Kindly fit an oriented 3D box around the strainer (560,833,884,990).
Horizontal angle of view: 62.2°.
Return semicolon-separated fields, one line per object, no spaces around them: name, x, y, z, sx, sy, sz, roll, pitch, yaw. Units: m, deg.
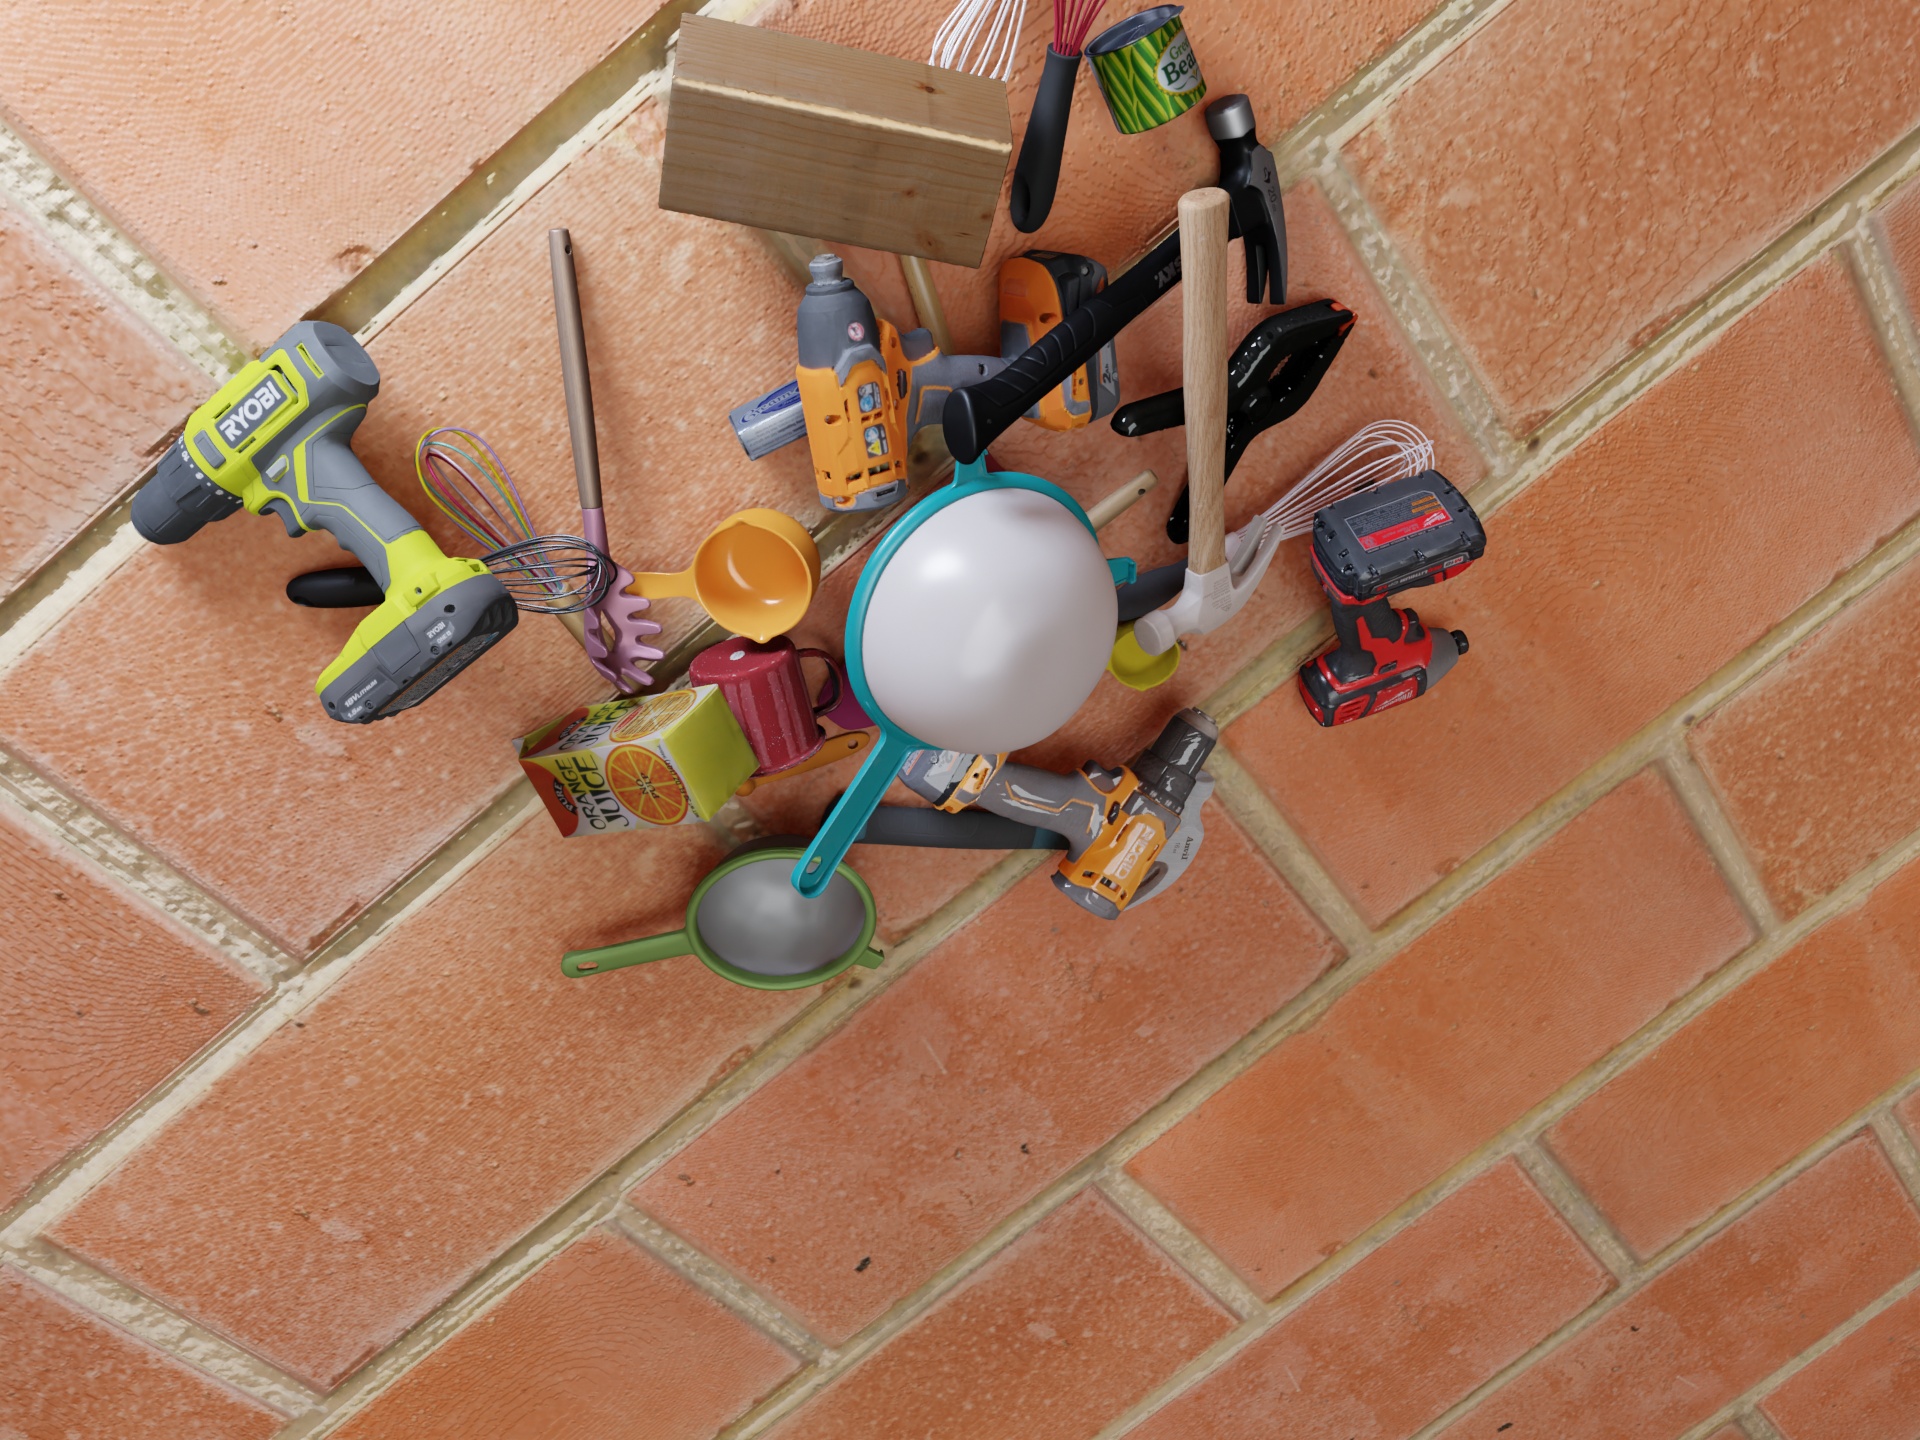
strainer;-0.195;0.154;1.278;0.256;0.069;0.151;-13;127;4

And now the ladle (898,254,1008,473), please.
ladle;-0.008;-0.245;1.142;0.069;0.031;0.315;-27;119;-13

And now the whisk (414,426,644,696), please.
whisk;-0.302;-0.104;1.124;0.051;0.047;0.244;-22;126;17

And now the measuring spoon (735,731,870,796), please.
measuring spoon;-0.126;0.035;1.260;0.117;0.011;0.021;-21;120;-4

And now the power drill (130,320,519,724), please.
power drill;-0.414;-0.114;1.026;0.190;0.080;0.228;-36;91;14

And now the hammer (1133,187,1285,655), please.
hammer;0.174;-0.207;1.116;0.130;0.031;0.331;-28;132;-26

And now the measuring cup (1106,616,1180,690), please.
measuring cup;0.096;-0.056;1.274;0.156;0.029;0.062;-1;123;-2

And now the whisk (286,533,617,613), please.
whisk;-0.348;-0.094;1.081;0.239;0.055;0.055;-2;119;10

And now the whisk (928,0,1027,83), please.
whisk;0.045;-0.505;1.015;0.246;0.059;0.057;-63;158;14

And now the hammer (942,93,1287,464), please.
hammer;0.109;-0.275;1.069;0.335;0.035;0.146;-43;127;-24

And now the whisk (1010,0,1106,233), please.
whisk;0.071;-0.443;1.007;0.073;0.073;0.295;-1;137;-15

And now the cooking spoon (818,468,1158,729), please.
cooking spoon;0.019;-0.089;1.198;0.319;0.017;0.068;-36;125;20

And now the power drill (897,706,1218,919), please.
power drill;0.084;0.032;1.257;0.226;0.084;0.185;32;94;-21

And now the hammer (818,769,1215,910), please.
hammer;0.047;0.092;1.326;0.331;0.033;0.128;5;114;-17

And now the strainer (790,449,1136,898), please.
strainer;-0.002;-0.003;1.095;0.210;0.095;0.340;30;96;-42

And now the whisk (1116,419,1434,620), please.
whisk;0.241;-0.150;1.247;0.284;0.070;0.070;-28;120;6

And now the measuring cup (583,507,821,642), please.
measuring cup;-0.185;-0.108;1.156;0.173;0.052;0.095;-1;117;13

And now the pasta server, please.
pasta server;-0.250;-0.173;1.091;0.040;0.060;0.316;9;114;29

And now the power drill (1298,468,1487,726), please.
power drill;0.344;-0.088;1.260;0.143;0.079;0.219;-20;144;-4

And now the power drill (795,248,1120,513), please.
power drill;-0.007;-0.249;1.070;0.226;0.084;0.164;-24;119;-26
